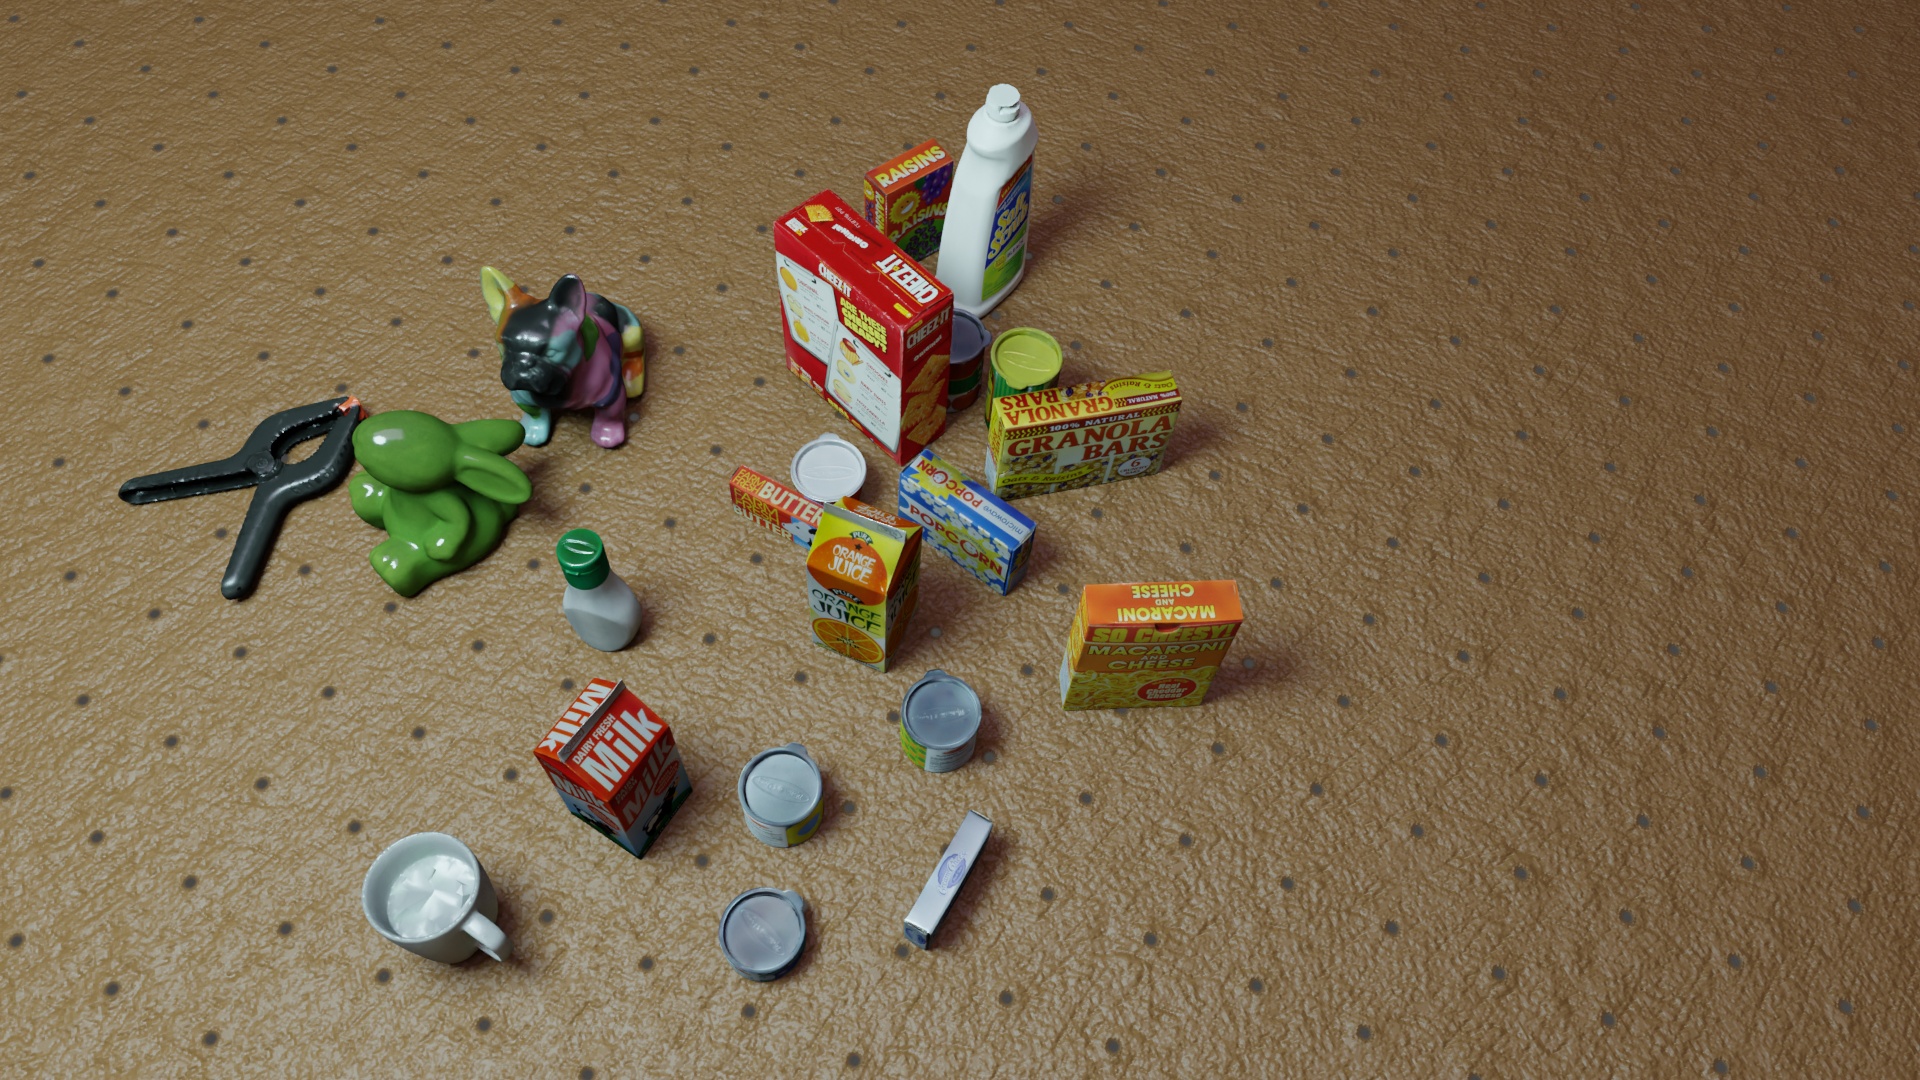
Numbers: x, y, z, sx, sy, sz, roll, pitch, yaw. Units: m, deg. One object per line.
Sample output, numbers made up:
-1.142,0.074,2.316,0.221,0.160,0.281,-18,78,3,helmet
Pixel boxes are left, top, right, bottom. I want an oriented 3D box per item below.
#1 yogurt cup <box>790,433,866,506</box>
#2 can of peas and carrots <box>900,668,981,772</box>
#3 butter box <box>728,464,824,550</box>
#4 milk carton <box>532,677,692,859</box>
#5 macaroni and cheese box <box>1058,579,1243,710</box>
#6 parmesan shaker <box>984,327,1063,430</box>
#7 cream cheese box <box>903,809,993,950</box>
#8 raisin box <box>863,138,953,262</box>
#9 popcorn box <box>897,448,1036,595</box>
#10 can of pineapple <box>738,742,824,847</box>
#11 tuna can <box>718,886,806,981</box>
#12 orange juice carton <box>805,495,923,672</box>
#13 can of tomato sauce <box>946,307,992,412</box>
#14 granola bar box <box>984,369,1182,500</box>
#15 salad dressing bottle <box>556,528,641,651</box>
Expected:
-0.120,-0.052,1.272,0.072,0.053,0.073,2,60,-3,yogurt cup
-0.018,0.151,1.159,0.071,0.058,0.071,2,60,-3,can of peas and carrots
-0.160,-0.026,1.255,0.103,0.053,0.024,27,62,11,butter box
-0.264,0.169,1.056,0.073,0.189,0.072,30,63,13,milk carton
0.153,0.090,1.144,0.124,0.165,0.040,-2,60,-5,macaroni and cheese box
0.057,-0.141,1.308,0.071,0.102,0.071,2,60,-3,parmesan shaker
-0.010,0.268,1.095,0.024,0.053,0.104,27,62,11,cream cheese box
-0.053,-0.334,1.400,0.086,0.122,0.040,-32,67,-20,raisin box
0.004,-0.016,1.242,0.127,0.084,0.038,35,64,15,popcorn box
-0.142,0.206,1.119,0.071,0.057,0.071,2,60,-3,can of pineapple
-0.151,0.304,1.076,0.071,0.032,0.071,2,60,-3,tuna can
-0.079,0.029,1.148,0.072,0.191,0.073,22,61,9,orange juice carton
-0.009,-0.172,1.333,0.071,0.082,0.071,2,60,-3,can of tomato sauce
0.110,-0.094,1.272,0.166,0.123,0.039,-10,61,-10,granola bar box
-0.303,0.042,1.152,0.064,0.147,0.044,14,60,4,salad dressing bottle
